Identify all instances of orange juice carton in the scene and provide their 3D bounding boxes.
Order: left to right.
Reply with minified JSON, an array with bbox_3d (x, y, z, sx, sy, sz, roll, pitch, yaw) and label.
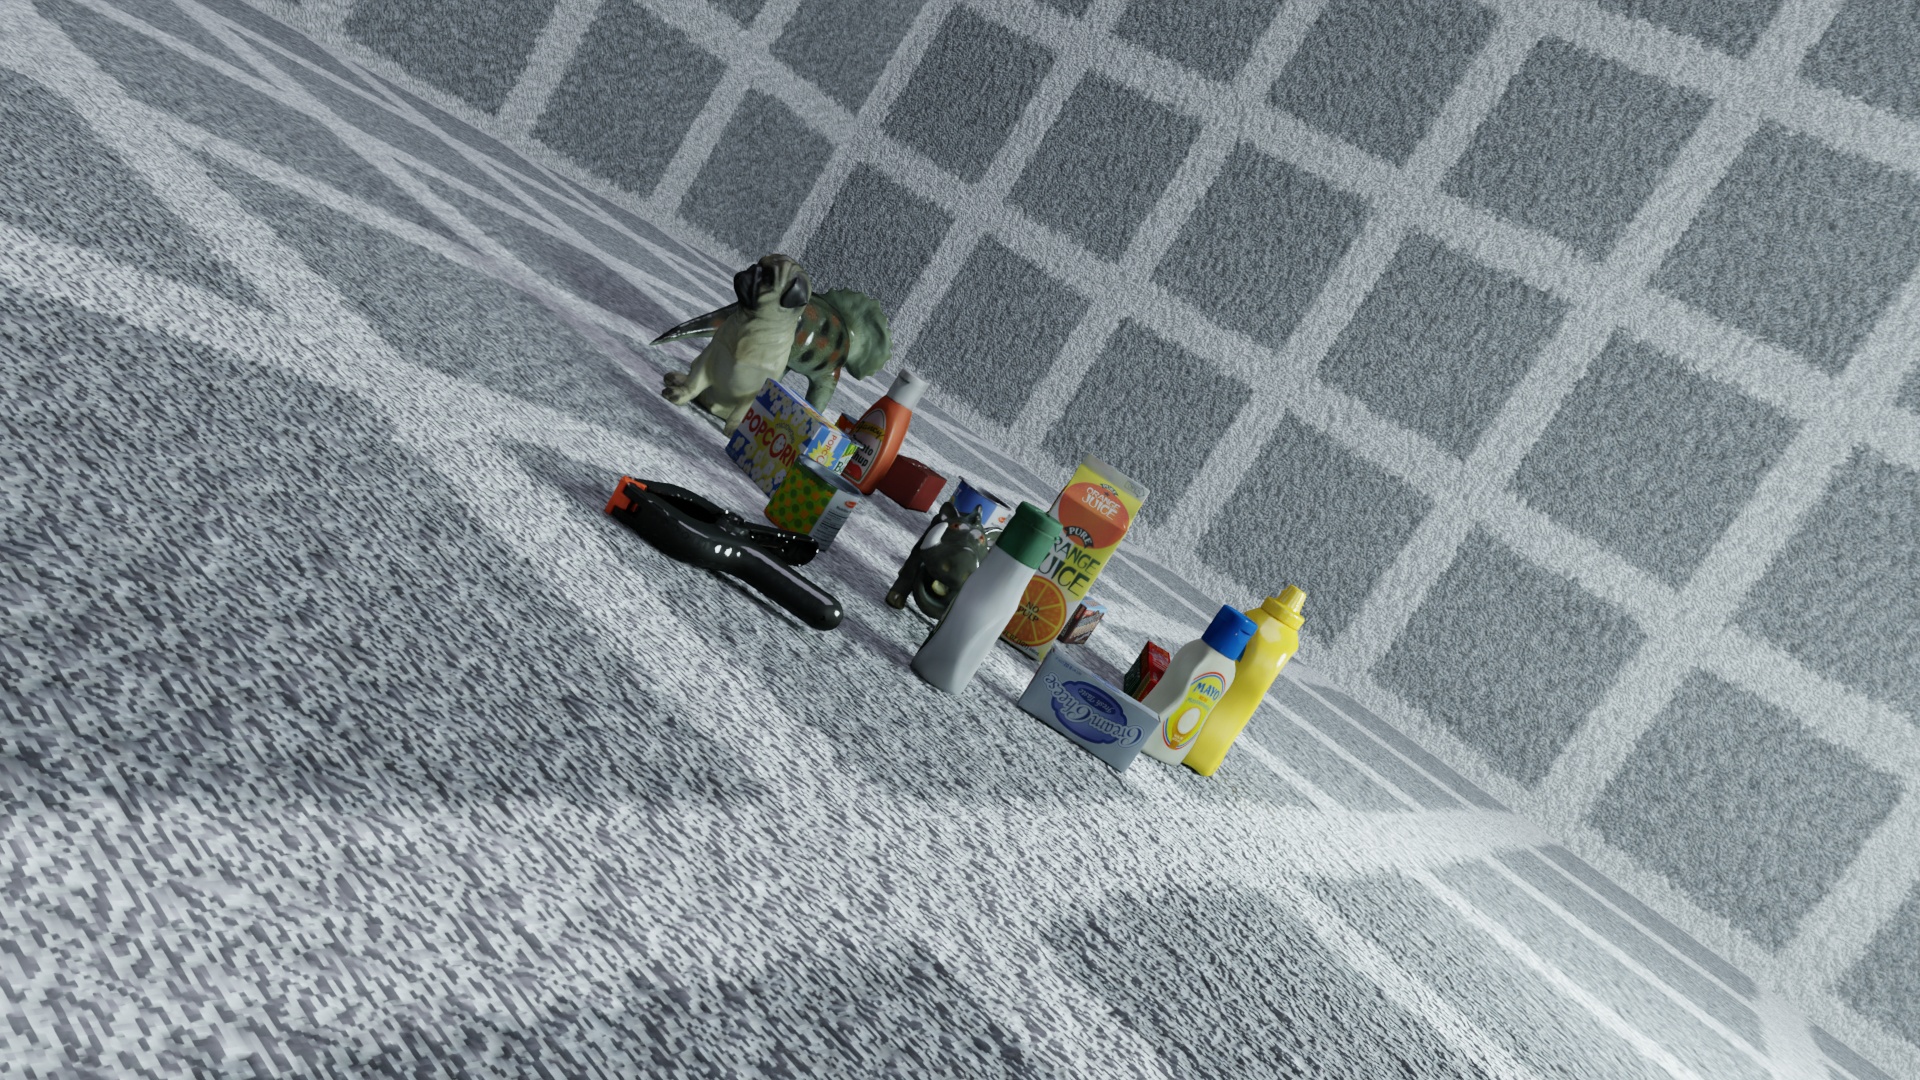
[{"bbox_3d":[0.099,0.014,1.326,0.072,0.192,0.073,33,7,1],"label":"orange juice carton"}]

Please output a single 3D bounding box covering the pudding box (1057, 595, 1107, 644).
[{"bbox_3d":[0.127,0.086,1.523,0.030,0.049,0.084,36,8,20],"label":"pudding box"}]

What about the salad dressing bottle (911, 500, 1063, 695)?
[{"bbox_3d":[0.021,0.041,1.015,0.044,0.147,0.064,35,7,12],"label":"salad dressing bottle"}]

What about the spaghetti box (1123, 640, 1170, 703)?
[{"bbox_3d":[0.189,0.145,1.405,0.029,0.050,0.250,33,8,4],"label":"spaghetti box"}]

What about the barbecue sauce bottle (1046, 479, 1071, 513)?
[{"bbox_3d":[0.099,0.003,1.559,0.065,0.148,0.044,29,8,-28],"label":"barbecue sauce bottle"}]

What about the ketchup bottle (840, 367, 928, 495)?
[{"bbox_3d":[-0.091,-0.129,1.612,0.065,0.148,0.043,37,8,29],"label":"ketchup bottle"}]

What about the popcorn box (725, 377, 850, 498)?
[{"bbox_3d":[-0.166,-0.091,1.314,0.038,0.085,0.127,27,10,-41],"label":"popcorn box"}]

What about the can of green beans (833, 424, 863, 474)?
[{"bbox_3d":[-0.153,-0.098,1.510,0.071,0.057,0.071,32,8,-5],"label":"can of green beans"}]

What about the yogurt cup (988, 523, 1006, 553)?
[{"bbox_3d":[0.042,0.009,1.644,0.072,0.054,0.072,32,8,-5],"label":"yogurt cup"}]

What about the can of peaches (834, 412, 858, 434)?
[{"bbox_3d":[-0.132,-0.115,1.695,0.071,0.058,0.071,32,8,-5],"label":"can of peaches"}]

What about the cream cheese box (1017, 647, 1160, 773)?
[{"bbox_3d":[0.102,0.135,1.106,0.104,0.053,0.024,33,7,-2],"label":"cream cheese box"}]

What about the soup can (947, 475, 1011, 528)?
[{"bbox_3d":[0.006,-0.020,1.564,0.071,0.083,0.071,32,7,-5],"label":"soup can"}]

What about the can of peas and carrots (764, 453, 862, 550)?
[{"bbox_3d":[-0.130,-0.034,1.206,0.071,0.058,0.071,32,8,-5],"label":"can of peas and carrots"}]

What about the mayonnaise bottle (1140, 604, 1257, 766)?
[{"bbox_3d":[0.207,0.127,1.230,0.064,0.148,0.041,28,9,-34],"label":"mayonnaise bottle"}]
